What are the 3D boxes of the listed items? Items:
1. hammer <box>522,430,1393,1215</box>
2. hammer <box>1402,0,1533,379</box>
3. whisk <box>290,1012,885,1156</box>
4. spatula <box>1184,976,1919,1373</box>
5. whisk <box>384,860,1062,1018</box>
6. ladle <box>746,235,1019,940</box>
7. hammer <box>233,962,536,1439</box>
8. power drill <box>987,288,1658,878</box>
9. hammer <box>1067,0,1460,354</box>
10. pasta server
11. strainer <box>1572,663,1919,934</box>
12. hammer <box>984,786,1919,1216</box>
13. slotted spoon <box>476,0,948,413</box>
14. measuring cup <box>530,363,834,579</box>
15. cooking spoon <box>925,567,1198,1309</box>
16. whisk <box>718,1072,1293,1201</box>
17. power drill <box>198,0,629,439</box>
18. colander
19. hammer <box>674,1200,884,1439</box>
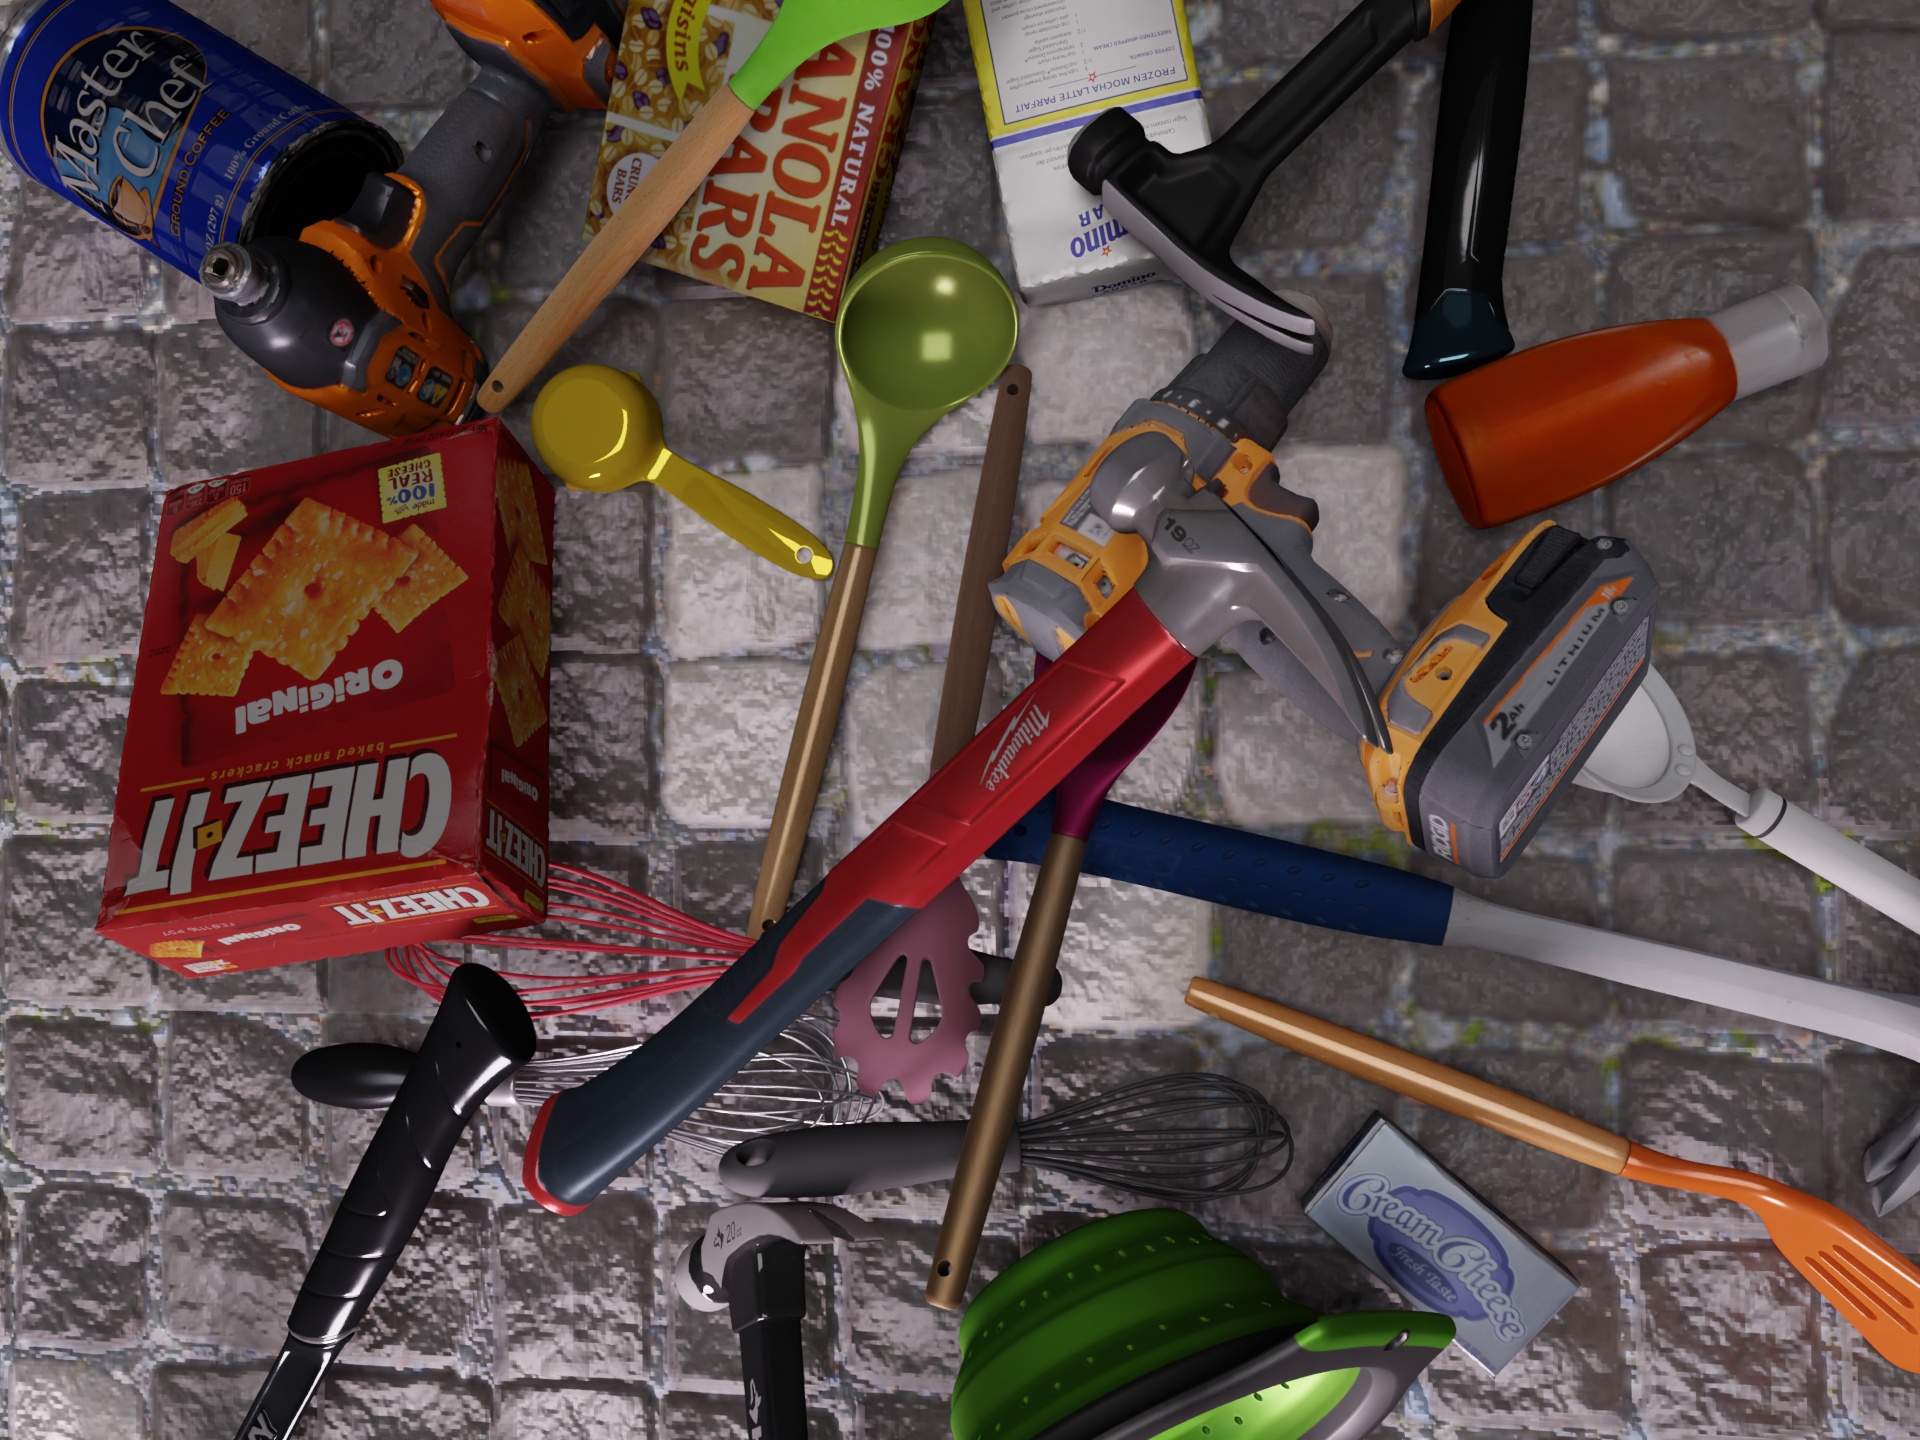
[{"bbox_3d":[-0.024,0.075,0.593,0.386,0.038,0.143,-44,62,16],"label":"hammer"},{"bbox_3d":[0.224,-0.307,0.661,0.128,0.033,0.331,6,90,8],"label":"hammer"},{"bbox_3d":[-0.171,0.162,0.707,0.284,0.070,0.070,-1,89,14],"label":"whisk"},{"bbox_3d":[0.242,0.176,0.645,0.323,0.081,0.041,20,64,13],"label":"spatula"},{"bbox_3d":[-0.104,0.100,0.680,0.296,0.073,0.073,4,90,5],"label":"whisk"},{"bbox_3d":[-0.047,-0.049,0.689,0.078,0.062,0.320,13,95,-20],"label":"ladle"},{"bbox_3d":[-0.288,0.274,0.693,0.149,0.036,0.409,34,106,10],"label":"hammer"},{"bbox_3d":[0.147,-0.066,0.612,0.226,0.084,0.185,32,77,31],"label":"power drill"},{"bbox_3d":[0.203,-0.297,0.620,0.337,0.034,0.127,-44,74,2],"label":"hammer"},{"bbox_3d":[-0.001,-0.002,0.664,0.060,0.040,0.316,10,75,0],"label":"pasta server"},{"bbox_3d":[0.313,0.035,0.640,0.258,0.050,0.087,31,50,3],"label":"strainer"},{"bbox_3d":[0.207,0.087,0.643,0.405,0.035,0.144,12,117,13],"label":"hammer"},{"bbox_3d":[-0.106,-0.238,0.661,0.313,0.031,0.070,-42,95,22],"label":"slotted spoon"},{"bbox_3d":[-0.125,-0.107,0.712,0.156,0.029,0.062,32,94,8],"label":"measuring cup"},{"bbox_3d":[0.036,0.072,0.637,0.069,0.017,0.319,11,73,20],"label":"cooking spoon"},{"bbox_3d":[0.021,0.177,0.652,0.239,0.055,0.055,-3,89,-7],"label":"whisk"},{"bbox_3d":[-0.224,-0.234,0.663,0.084,0.164,0.226,26,91,10],"label":"power drill"},{"bbox_3d":[0.012,0.314,0.655,0.397,0.204,0.095,-46,49,21],"label":"colander"},{"bbox_3d":[-0.059,0.346,0.586,0.035,0.146,0.335,7,58,-28],"label":"hammer"}]
